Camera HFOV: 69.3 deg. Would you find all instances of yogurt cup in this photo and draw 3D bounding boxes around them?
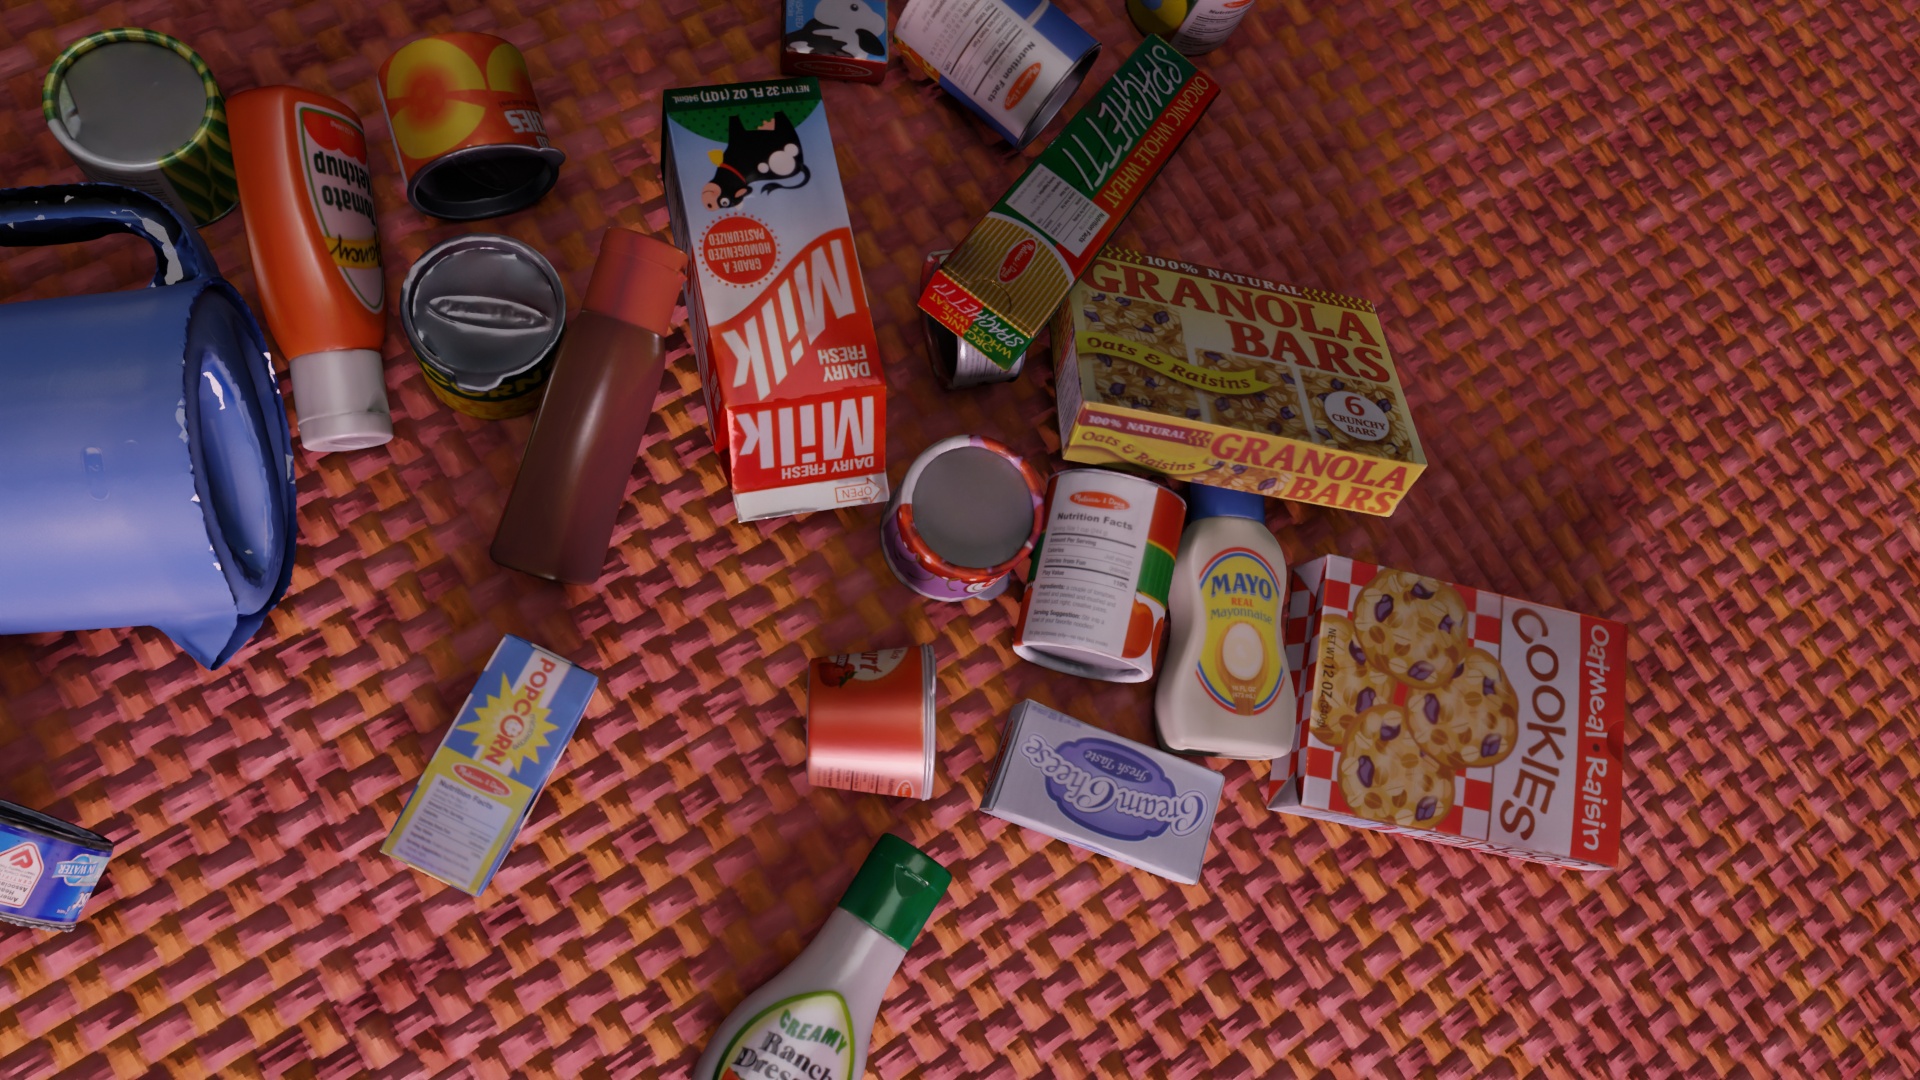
[{"bbox_3d":[-0.039,0.078,0.603,0.054,0.072,0.072,1,77,-5],"label":"yogurt cup"}]

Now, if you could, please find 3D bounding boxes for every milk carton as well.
[{"bbox_3d":[-0.084,-0.104,0.630,0.072,0.073,0.191,-9,79,-15],"label":"milk carton"}]

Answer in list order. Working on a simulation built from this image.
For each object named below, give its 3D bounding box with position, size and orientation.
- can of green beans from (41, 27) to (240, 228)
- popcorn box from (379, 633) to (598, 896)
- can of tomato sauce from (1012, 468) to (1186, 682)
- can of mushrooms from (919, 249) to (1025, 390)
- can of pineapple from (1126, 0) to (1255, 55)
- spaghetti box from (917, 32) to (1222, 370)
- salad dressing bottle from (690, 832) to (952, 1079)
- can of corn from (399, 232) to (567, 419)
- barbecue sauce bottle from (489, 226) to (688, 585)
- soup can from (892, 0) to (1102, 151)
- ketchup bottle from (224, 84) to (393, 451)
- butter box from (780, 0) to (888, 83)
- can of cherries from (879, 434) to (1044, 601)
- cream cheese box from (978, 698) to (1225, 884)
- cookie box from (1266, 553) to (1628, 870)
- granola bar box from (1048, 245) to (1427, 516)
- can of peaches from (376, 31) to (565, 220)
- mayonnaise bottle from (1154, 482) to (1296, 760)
[{"bbox_3d":[-0.345,-0.175,0.593,0.071,0.057,0.071,3,76,-13],"label":"can of green beans"},{"bbox_3d":[-0.177,0.087,0.533,0.038,0.126,0.085,29,72,-10],"label":"popcorn box"},{"bbox_3d":[0.065,0.018,0.642,0.071,0.071,0.083,16,74,-9],"label":"can of tomato sauce"},{"bbox_3d":[0.004,-0.106,0.658,0.033,0.071,0.071,-11,80,-15],"label":"can of mushrooms"},{"bbox_3d":[0.127,-0.303,0.738,0.071,0.057,0.071,3,76,-13],"label":"can of pineapple"},{"bbox_3d":[0.060,-0.169,0.659,0.050,0.028,0.251,37,50,-3],"label":"spaghetti box"},{"bbox_3d":[-0.057,0.194,0.579,0.064,0.044,0.148,34,71,-2],"label":"salad dressing bottle"},{"bbox_3d":[-0.205,-0.089,0.605,0.071,0.058,0.071,3,76,-13],"label":"can of corn"},{"bbox_3d":[-0.154,-0.057,0.589,0.044,0.065,0.148,18,89,0],"label":"barbecue sauce bottle"},{"bbox_3d":[0.019,-0.248,0.696,0.084,0.071,0.071,40,71,-1],"label":"soup can"},{"bbox_3d":[-0.274,-0.114,0.596,0.043,0.065,0.148,-10,88,9],"label":"ketchup bottle"},{"bbox_3d":[-0.064,-0.285,0.705,0.053,0.024,0.103,1,77,-14],"label":"butter box"},{"bbox_3d":[0.002,-0.008,0.635,0.071,0.058,0.071,3,76,-12],"label":"can of cherries"},{"bbox_3d":[0.066,0.116,0.638,0.104,0.024,0.053,22,73,-8],"label":"cream cheese box"},{"bbox_3d":[0.241,0.085,0.679,0.167,0.040,0.123,13,74,-10],"label":"cookie box"},{"bbox_3d":[0.127,-0.080,0.667,0.166,0.038,0.125,9,46,-11],"label":"granola bar box"},{"bbox_3d":[-0.218,-0.185,0.621,0.071,0.071,0.058,-17,81,-17],"label":"can of peaches"},{"bbox_3d":[0.127,0.028,0.665,0.065,0.041,0.148,7,75,-11],"label":"mayonnaise bottle"}]
